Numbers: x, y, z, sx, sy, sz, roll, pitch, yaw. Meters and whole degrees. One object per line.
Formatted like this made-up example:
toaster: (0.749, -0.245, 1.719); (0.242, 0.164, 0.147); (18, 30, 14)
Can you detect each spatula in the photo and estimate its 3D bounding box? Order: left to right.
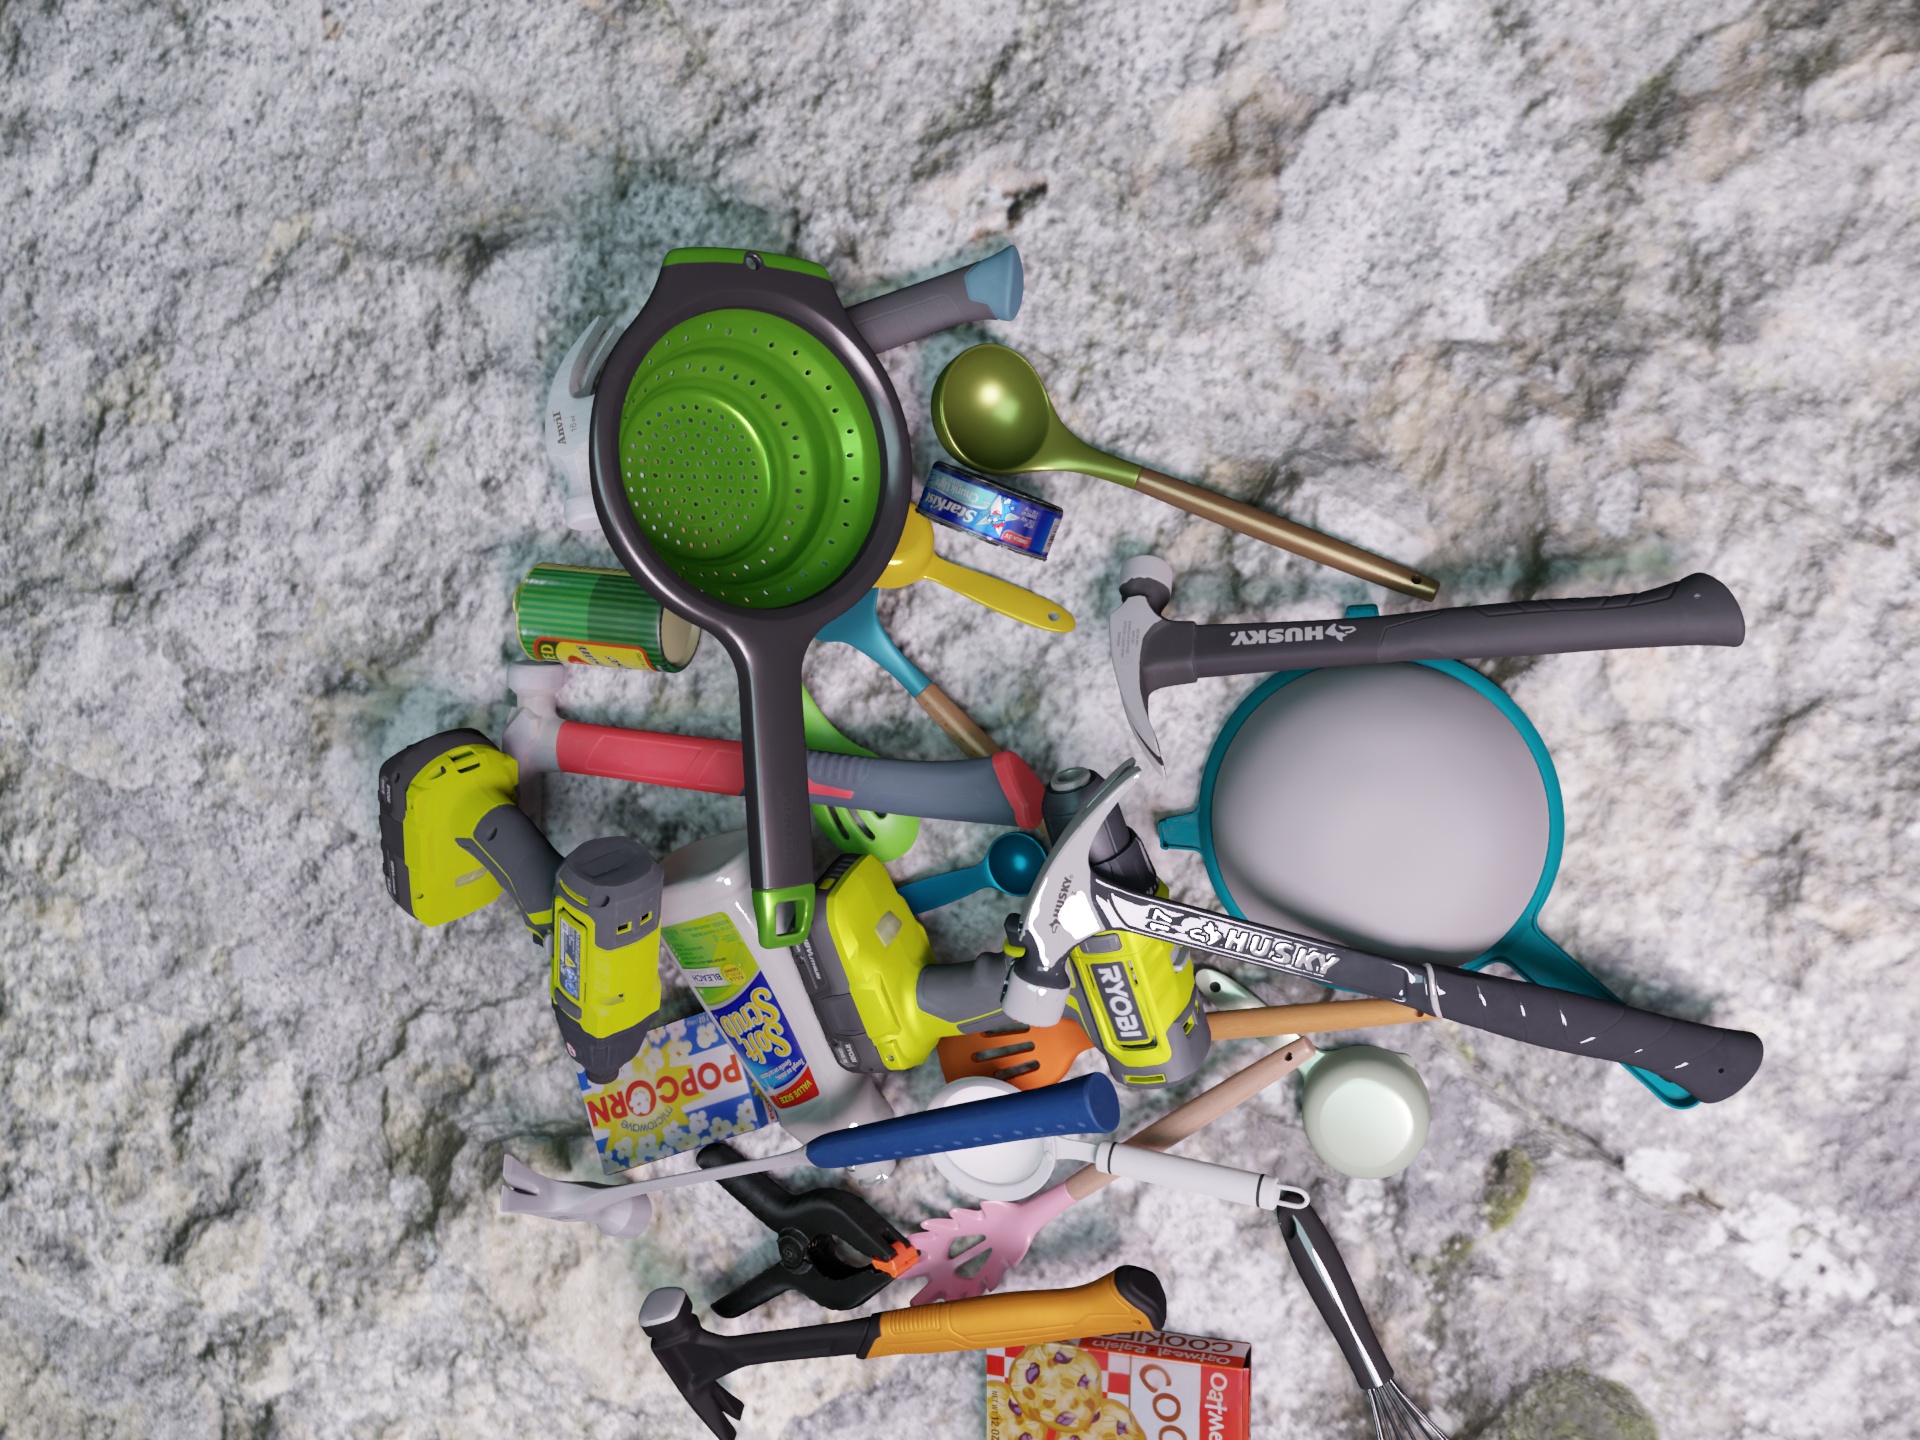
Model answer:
spatula: (-0.002, -0.003, 1.010); (0.082, 0.044, 0.317); (-44, 87, 14)
spatula: (0.131, 0.189, 0.958); (0.322, 0.041, 0.081); (-12, 93, 32)

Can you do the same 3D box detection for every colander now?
colander: (-0.132, -0.068, 0.937); (0.094, 0.204, 0.397); (0, 94, 54)

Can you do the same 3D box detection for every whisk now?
whisk: (0.252, 0.397, 0.961); (0.055, 0.055, 0.239); (-29, 83, 17)

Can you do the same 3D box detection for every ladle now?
ladle: (0.131, -0.139, 0.940); (0.320, 0.062, 0.078); (23, 77, 10)

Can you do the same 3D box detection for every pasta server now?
pasta server: (0.087, 0.281, 0.988); (0.316, 0.040, 0.060); (-38, 69, 22)

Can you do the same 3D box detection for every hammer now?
hammer: (-0.130, 0.047, 1.018); (0.386, 0.038, 0.143); (6, 100, 23)
hammer: (-0.115, -0.227, 1.008); (0.331, 0.033, 0.128); (-15, 82, 15)
hammer: (-0.099, 0.265, 0.964); (0.405, 0.143, 0.035); (-17, 60, 25)
hammer: (-0.032, 0.391, 1.001); (0.337, 0.034, 0.127); (-14, 117, 18)
hammer: (0.235, 0.134, 0.850); (0.409, 0.036, 0.149); (14, 102, -6)
hammer: (0.247, -0.042, 0.876); (0.335, 0.035, 0.146); (-3, 51, 16)

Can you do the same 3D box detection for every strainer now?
strainer: (0.082, 0.261, 0.958); (0.258, 0.050, 0.086); (6, 110, 24)
strainer: (0.282, 0.106, 0.897); (0.340, 0.095, 0.211); (42, 105, 10)

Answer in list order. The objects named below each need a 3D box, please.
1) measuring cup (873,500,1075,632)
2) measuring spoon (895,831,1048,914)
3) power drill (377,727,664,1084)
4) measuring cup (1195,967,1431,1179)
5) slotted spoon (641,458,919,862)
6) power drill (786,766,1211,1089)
measuring cup: (0.001, -0.094, 0.986); (0.156, 0.029, 0.062); (23, 65, 6)
measuring spoon: (0.003, 0.102, 1.024); (0.128, 0.021, 0.042); (-21, 92, 26)
power drill: (-0.275, 0.116, 1.006); (0.223, 0.080, 0.171); (32, 128, 32)
measuring cup: (0.207, 0.209, 0.958); (0.167, 0.038, 0.083); (39, 105, 8)
slotted spoon: (-0.125, -0.043, 1.040); (0.070, 0.031, 0.314); (-34, 84, 23)
power drill: (0.019, 0.126, 0.931); (0.228, 0.080, 0.190); (-9, 112, 28)
